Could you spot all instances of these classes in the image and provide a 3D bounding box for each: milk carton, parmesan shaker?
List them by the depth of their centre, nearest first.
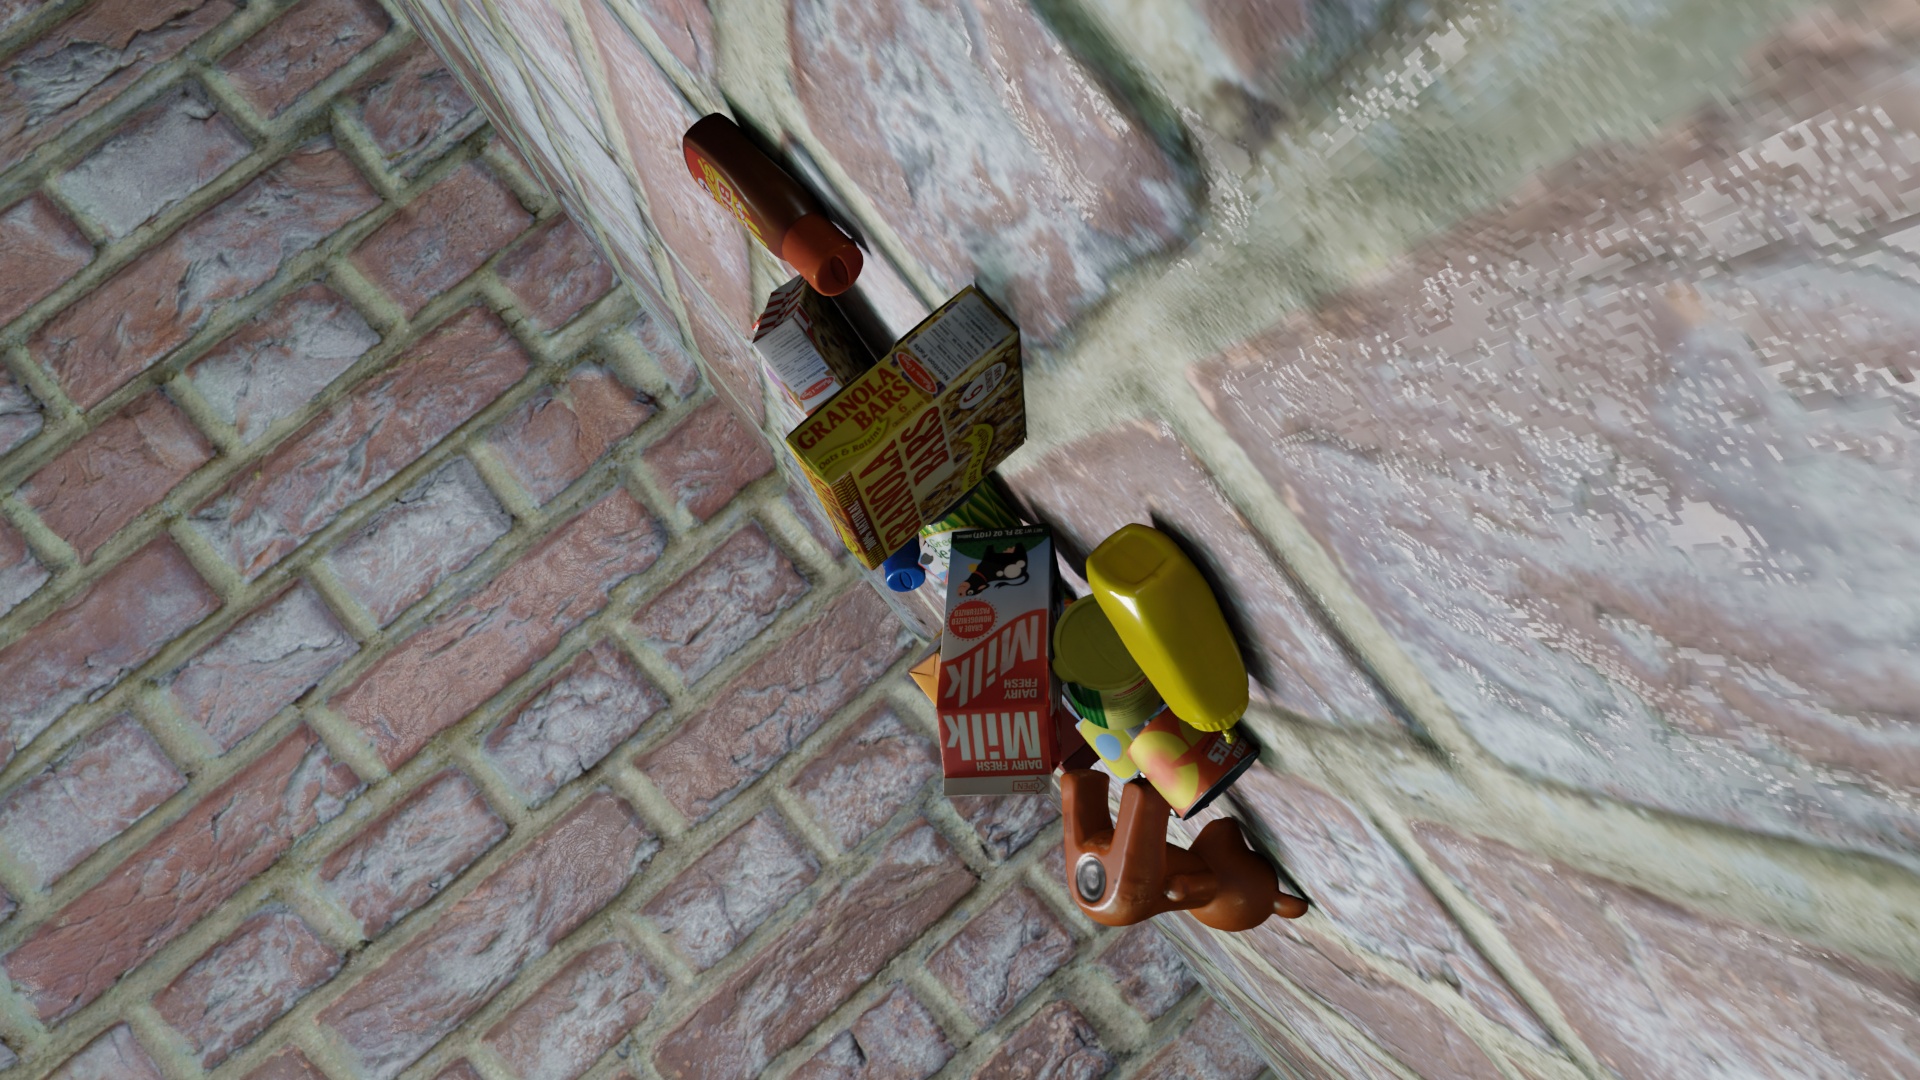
[{"bbox_3d":[0.029,0.085,0.925,0.073,0.072,0.191,73,-163,-48],"label":"milk carton"},{"bbox_3d":[0.098,0.084,0.926,0.071,0.071,0.102,47,172,23],"label":"parmesan shaker"}]

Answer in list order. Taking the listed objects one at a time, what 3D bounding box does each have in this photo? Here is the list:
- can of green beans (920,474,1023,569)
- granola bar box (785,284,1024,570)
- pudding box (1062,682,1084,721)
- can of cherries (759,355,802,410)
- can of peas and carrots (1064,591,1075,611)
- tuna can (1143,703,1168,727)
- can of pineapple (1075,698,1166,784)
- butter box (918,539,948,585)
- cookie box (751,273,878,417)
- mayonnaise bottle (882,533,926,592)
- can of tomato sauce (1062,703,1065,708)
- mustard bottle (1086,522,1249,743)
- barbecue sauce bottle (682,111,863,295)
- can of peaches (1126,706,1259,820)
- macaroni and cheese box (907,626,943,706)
[{"bbox_3d":[0.004,-0.014,1.019,0.057,0.071,0.071,54,172,-25],"label":"can of green beans"},{"bbox_3d":[-0.024,-0.056,0.759,0.039,0.124,0.165,47,172,14],"label":"granola bar box"},{"bbox_3d":[0.092,0.103,1.140,0.083,0.050,0.030,53,170,-25],"label":"pudding box"},{"bbox_3d":[-0.120,-0.143,1.140,0.058,0.071,0.071,44,170,36],"label":"can of cherries"},{"bbox_3d":[0.051,0.054,1.085,0.059,0.071,0.070,45,171,30],"label":"can of peas and carrots"},{"bbox_3d":[0.164,0.143,0.978,0.071,0.033,0.071,49,173,9],"label":"tuna can"},{"bbox_3d":[0.128,0.142,1.047,0.058,0.071,0.071,50,172,9],"label":"can of pineapple"},{"bbox_3d":[0.011,0.021,1.171,0.104,0.024,0.052,36,125,30],"label":"butter box"},{"bbox_3d":[-0.081,-0.108,1.022,0.167,0.040,0.123,53,-166,-22],"label":"cookie box"},{"bbox_3d":[-0.062,-0.021,1.275,0.064,0.041,0.149,70,-175,-52],"label":"mayonnaise bottle"},{"bbox_3d":[0.071,0.102,1.210,0.083,0.071,0.071,48,172,19],"label":"can of tomato sauce"},{"bbox_3d":[0.122,0.059,0.751,0.065,0.049,0.159,42,169,51],"label":"mustard bottle"},{"bbox_3d":[-0.117,-0.209,0.873,0.149,0.044,0.064,46,170,30],"label":"barbecue sauce bottle"},{"bbox_3d":[0.152,0.138,0.905,0.058,0.071,0.071,48,172,21],"label":"can of peaches"},{"bbox_3d":[0.031,0.124,1.314,0.123,0.040,0.167,52,-151,-6],"label":"macaroni and cheese box"}]
